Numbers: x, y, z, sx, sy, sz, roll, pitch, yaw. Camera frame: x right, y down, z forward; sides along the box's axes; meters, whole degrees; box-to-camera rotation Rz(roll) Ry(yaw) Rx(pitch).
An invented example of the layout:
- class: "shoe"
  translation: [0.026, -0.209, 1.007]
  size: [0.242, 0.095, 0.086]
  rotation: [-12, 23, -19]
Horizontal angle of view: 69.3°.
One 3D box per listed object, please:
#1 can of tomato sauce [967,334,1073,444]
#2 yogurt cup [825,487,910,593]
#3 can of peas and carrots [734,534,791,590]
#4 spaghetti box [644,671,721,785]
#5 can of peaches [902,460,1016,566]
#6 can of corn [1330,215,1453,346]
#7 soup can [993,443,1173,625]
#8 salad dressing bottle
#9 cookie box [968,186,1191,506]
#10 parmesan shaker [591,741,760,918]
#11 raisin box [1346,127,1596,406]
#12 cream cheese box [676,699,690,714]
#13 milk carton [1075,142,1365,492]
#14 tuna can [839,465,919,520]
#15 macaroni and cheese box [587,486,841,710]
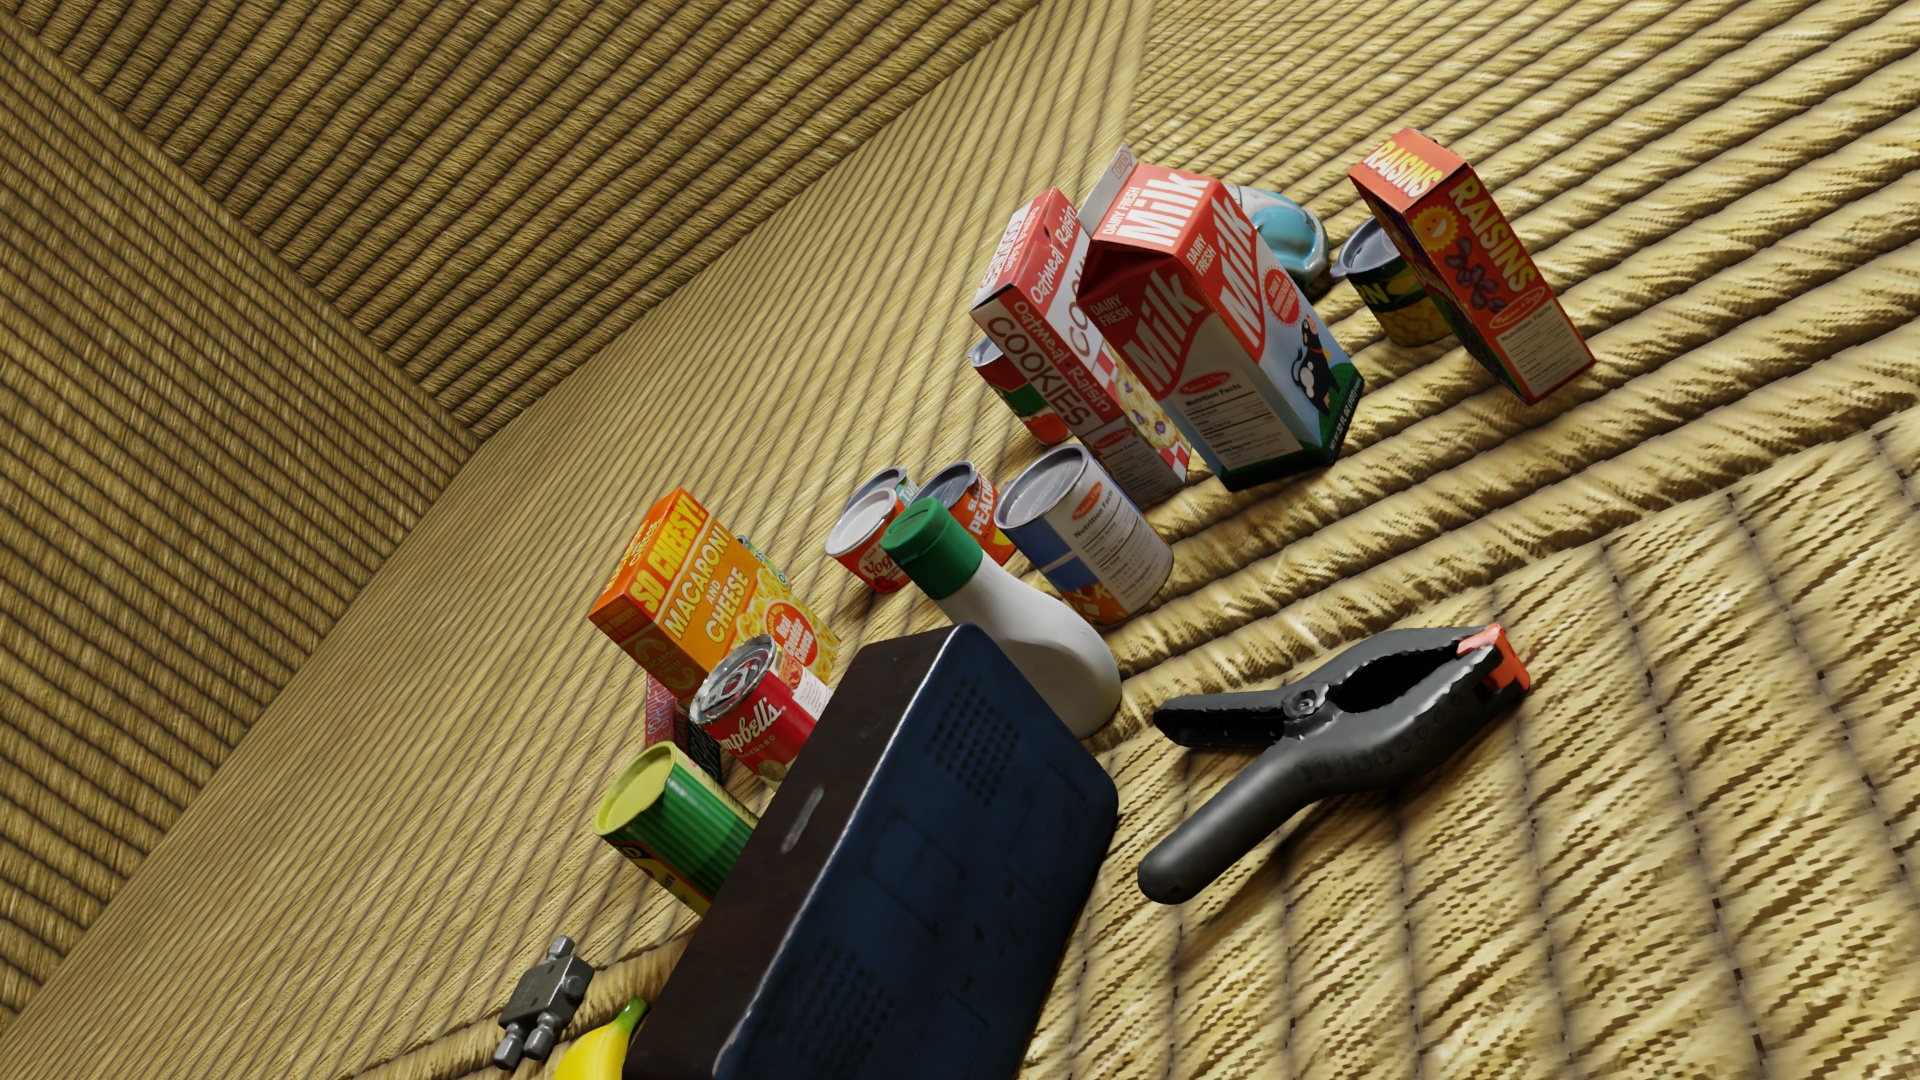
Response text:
- class: "can of tomato sauce"
  translation: [0.056, -0.120, 1.015]
  size: [0.071, 0.083, 0.071]
  rotation: [-36, 23, 18]
- class: "yogurt cup"
  translation: [-0.058, 0.002, 1.026]
  size: [0.072, 0.054, 0.073]
  rotation: [-36, 23, 18]
- class: "can of peas and carrots"
  translation: [-0.183, 0.037, 1.165]
  size: [0.071, 0.058, 0.071]
  rotation: [-36, 23, 18]
- class: "spaghetti box"
  translation: [-0.216, 0.127, 1.071]
  size: [0.028, 0.050, 0.251]
  rotation: [-42, 22, 4]
- class: "can of peaches"
  translation: [0.003, -0.012, 0.944]
  size: [0.071, 0.058, 0.071]
  rotation: [-36, 23, 18]
- class: "can of corn"
  translation: [0.252, -0.149, 0.774]
  size: [0.071, 0.058, 0.071]
  rotation: [-36, 23, 18]
- class: "soup can"
  translation: [0.069, -0.003, 0.786]
  size: [0.071, 0.083, 0.072]
  rotation: [-36, 23, 18]
- class: "salad dressing bottle"
  translation: [0.021, 0.040, 0.704]
  size: [0.064, 0.147, 0.044]
  rotation: [-27, 27, 35]
- class: "cookie box"
  translation: [0.084, -0.122, 0.861]
  size: [0.040, 0.167, 0.123]
  rotation: [-27, 27, 34]
- class: "parmesan shaker"
  translation: [-0.154, 0.176, 0.813]
  size: [0.071, 0.103, 0.071]
  rotation: [-36, 23, 18]
- class: "raisin box"
  translation: [0.246, -0.134, 0.672]
  size: [0.040, 0.123, 0.086]
  rotation: [-37, 23, 16]
- class: "cream cheese box"
  translation: [-0.159, 0.096, 1.028]
  size: [0.024, 0.053, 0.104]
  rotation: [-15, 35, 50]
- class: "milk carton"
  translation: [0.132, -0.123, 0.753]
  size: [0.073, 0.190, 0.073]
  rotation: [-18, 33, 47]
- class: "tuna can"
  translation: [-0.060, -0.026, 1.108]
  size: [0.071, 0.032, 0.071]
  rotation: [-35, 24, 18]
- class: "macaroni and cheese box"
  translation: [-0.163, 0.062, 0.948]
  size: [0.040, 0.166, 0.124]
  rotation: [-31, 25, 28]
